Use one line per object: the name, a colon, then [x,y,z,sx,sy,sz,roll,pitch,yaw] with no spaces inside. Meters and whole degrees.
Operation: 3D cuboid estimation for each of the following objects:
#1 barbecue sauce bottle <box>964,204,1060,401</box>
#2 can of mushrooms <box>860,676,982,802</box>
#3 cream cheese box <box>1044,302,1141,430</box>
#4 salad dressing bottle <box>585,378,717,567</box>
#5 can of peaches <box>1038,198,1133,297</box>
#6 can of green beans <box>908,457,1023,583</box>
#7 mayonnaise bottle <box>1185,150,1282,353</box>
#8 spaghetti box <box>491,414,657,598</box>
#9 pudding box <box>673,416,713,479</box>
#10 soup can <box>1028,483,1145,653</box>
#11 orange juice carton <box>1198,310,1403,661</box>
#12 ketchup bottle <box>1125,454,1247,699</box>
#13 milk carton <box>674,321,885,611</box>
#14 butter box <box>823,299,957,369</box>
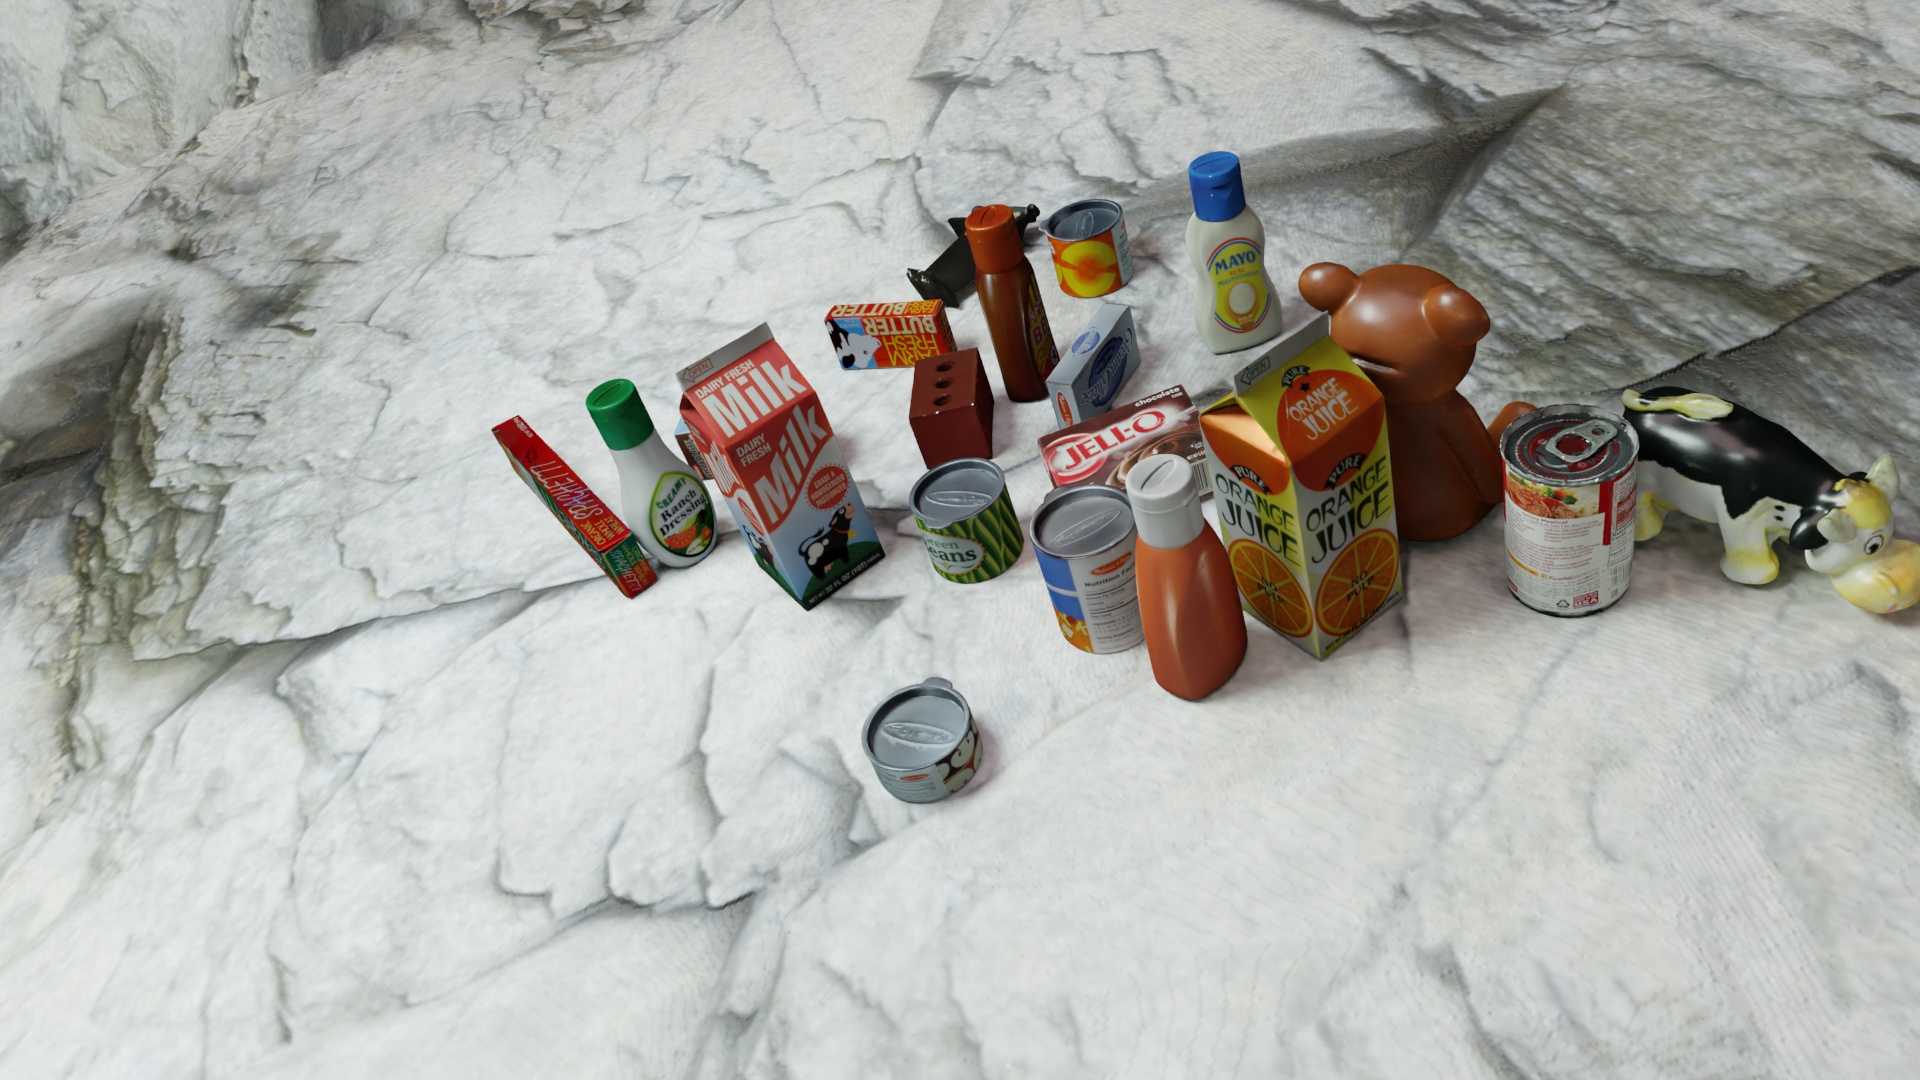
barbecue sauce bottle: [0.039,-0.180,1.047,0.043,0.147,0.065,-3,42,20]
can of mushrooms: [-0.021,0.117,0.815,0.071,0.033,0.071,-12,39,10]
cream cheese box: [0.100,-0.126,1.034,0.024,0.053,0.104,10,47,31]
salad dressing bottle: [-0.223,-0.048,1.001,0.044,0.147,0.064,21,54,39]
can of peaches: [0.107,-0.245,1.167,0.071,0.057,0.071,-12,39,10]
can of green beans: [0.005,-0.013,0.938,0.071,0.057,0.071,-12,39,10]
mayonnaise bottle: [0.196,-0.210,1.018,0.065,0.147,0.041,-18,39,2]
spaghetti box: [-0.308,-0.031,1.094,0.029,0.050,0.250,-35,41,-18]
pudding box: [-0.200,-0.094,1.123,0.030,0.049,0.084,-8,40,14]
soup can: [0.082,0.016,0.850,0.071,0.083,0.072,-12,39,10]
orange juice carton: [0.191,-0.033,0.776,0.072,0.191,0.073,-34,41,-17]
ketchup bottle: [0.125,0.019,0.777,0.043,0.148,0.065,21,54,39]
milk carton: [-0.125,-0.052,0.932,0.072,0.189,0.073,-35,41,-18]
butter box: [-0.057,-0.170,1.151,0.103,0.053,0.024,1,43,23]
